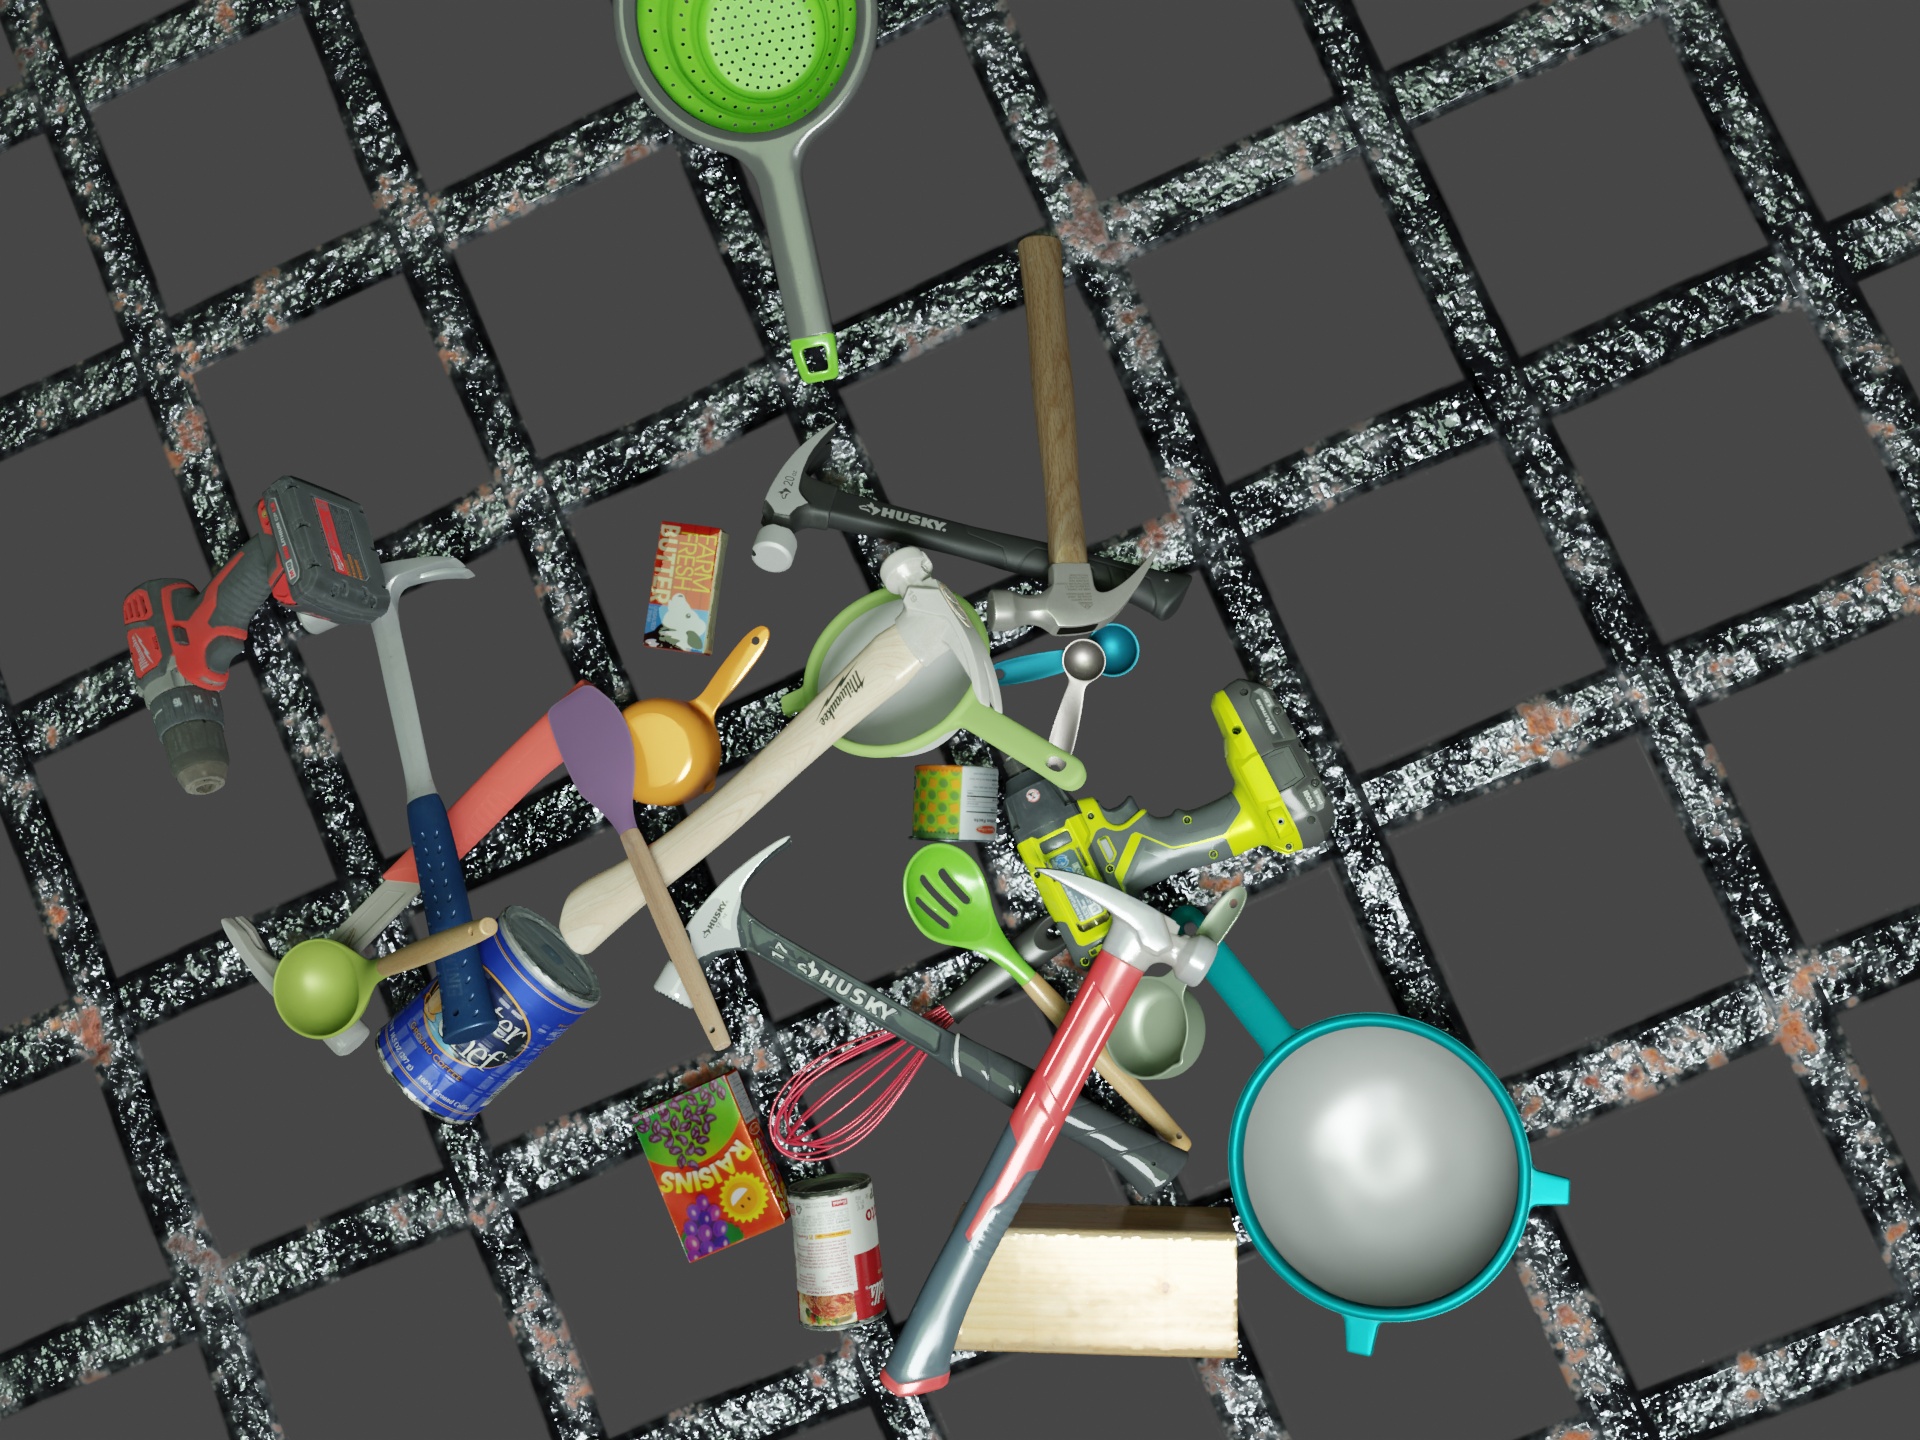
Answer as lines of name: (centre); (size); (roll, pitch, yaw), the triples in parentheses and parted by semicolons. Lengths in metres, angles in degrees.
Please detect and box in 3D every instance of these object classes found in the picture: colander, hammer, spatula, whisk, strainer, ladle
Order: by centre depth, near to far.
hammer: (0.032, 0.296, 1.138); (0.143, 0.038, 0.386); (28, 87, 4)
ladle: (-0.417, 0.177, 1.149); (0.320, 0.062, 0.078); (-22, 81, 47)
hammer: (-0.017, 0.235, 1.187); (0.409, 0.036, 0.149); (28, 75, 4)
strainer: (0.274, 0.277, 1.188); (0.211, 0.095, 0.341); (-42, 63, 10)
hammer: (-0.148, 0.053, 1.189); (0.410, 0.038, 0.146); (-40, 59, 17)
spatula: (-0.238, 0.105, 1.197); (0.060, 0.018, 0.316); (-31, 67, 7)
strainer: (-0.002, -0.004, 1.205); (0.257, 0.069, 0.151); (31, 76, 31)
hammer: (0.076, -0.224, 1.222); (0.130, 0.031, 0.331); (0, 73, -10)
whisk: (-0.024, 0.238, 1.230); (0.296, 0.073, 0.073); (-37, 84, -4)
hammer: (-0.414, 0.050, 1.234); (0.144, 0.035, 0.406); (-22, 68, 4)
hammer: (0.016, -0.140, 1.235); (0.334, 0.035, 0.146); (14, 50, -2)
colander: (-0.148, -0.473, 1.275); (0.204, 0.094, 0.397); (-10, 104, 5)
hammer: (-0.427, 0.096, 1.287); (0.359, 0.036, 0.149); (-45, 84, 2)

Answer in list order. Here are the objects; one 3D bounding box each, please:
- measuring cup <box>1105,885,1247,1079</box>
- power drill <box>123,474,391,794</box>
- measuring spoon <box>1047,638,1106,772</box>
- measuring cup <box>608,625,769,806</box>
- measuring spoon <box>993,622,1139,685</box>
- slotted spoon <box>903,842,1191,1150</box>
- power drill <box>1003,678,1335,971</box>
measuring cup: (0.172, 0.194, 1.186); (0.083, 0.038, 0.167); (42, 105, 40)
power drill: (-0.562, -0.066, 1.256); (0.226, 0.080, 0.188); (-31, 67, 18)
measuring spoon: (0.086, -0.006, 1.243); (0.034, 0.018, 0.124); (18, 106, 11)
measuring cup: (-0.213, -0.008, 1.262); (0.095, 0.052, 0.173); (39, 93, 7)
measuring spoon: (0.079, -0.047, 1.257); (0.128, 0.021, 0.042); (-12, 94, 14)
slotted spoon: (0.067, 0.216, 1.207); (0.313, 0.031, 0.070); (47, 63, -6)
power drill: (0.152, 0.066, 1.204); (0.223, 0.080, 0.171); (-26, 81, 2)
